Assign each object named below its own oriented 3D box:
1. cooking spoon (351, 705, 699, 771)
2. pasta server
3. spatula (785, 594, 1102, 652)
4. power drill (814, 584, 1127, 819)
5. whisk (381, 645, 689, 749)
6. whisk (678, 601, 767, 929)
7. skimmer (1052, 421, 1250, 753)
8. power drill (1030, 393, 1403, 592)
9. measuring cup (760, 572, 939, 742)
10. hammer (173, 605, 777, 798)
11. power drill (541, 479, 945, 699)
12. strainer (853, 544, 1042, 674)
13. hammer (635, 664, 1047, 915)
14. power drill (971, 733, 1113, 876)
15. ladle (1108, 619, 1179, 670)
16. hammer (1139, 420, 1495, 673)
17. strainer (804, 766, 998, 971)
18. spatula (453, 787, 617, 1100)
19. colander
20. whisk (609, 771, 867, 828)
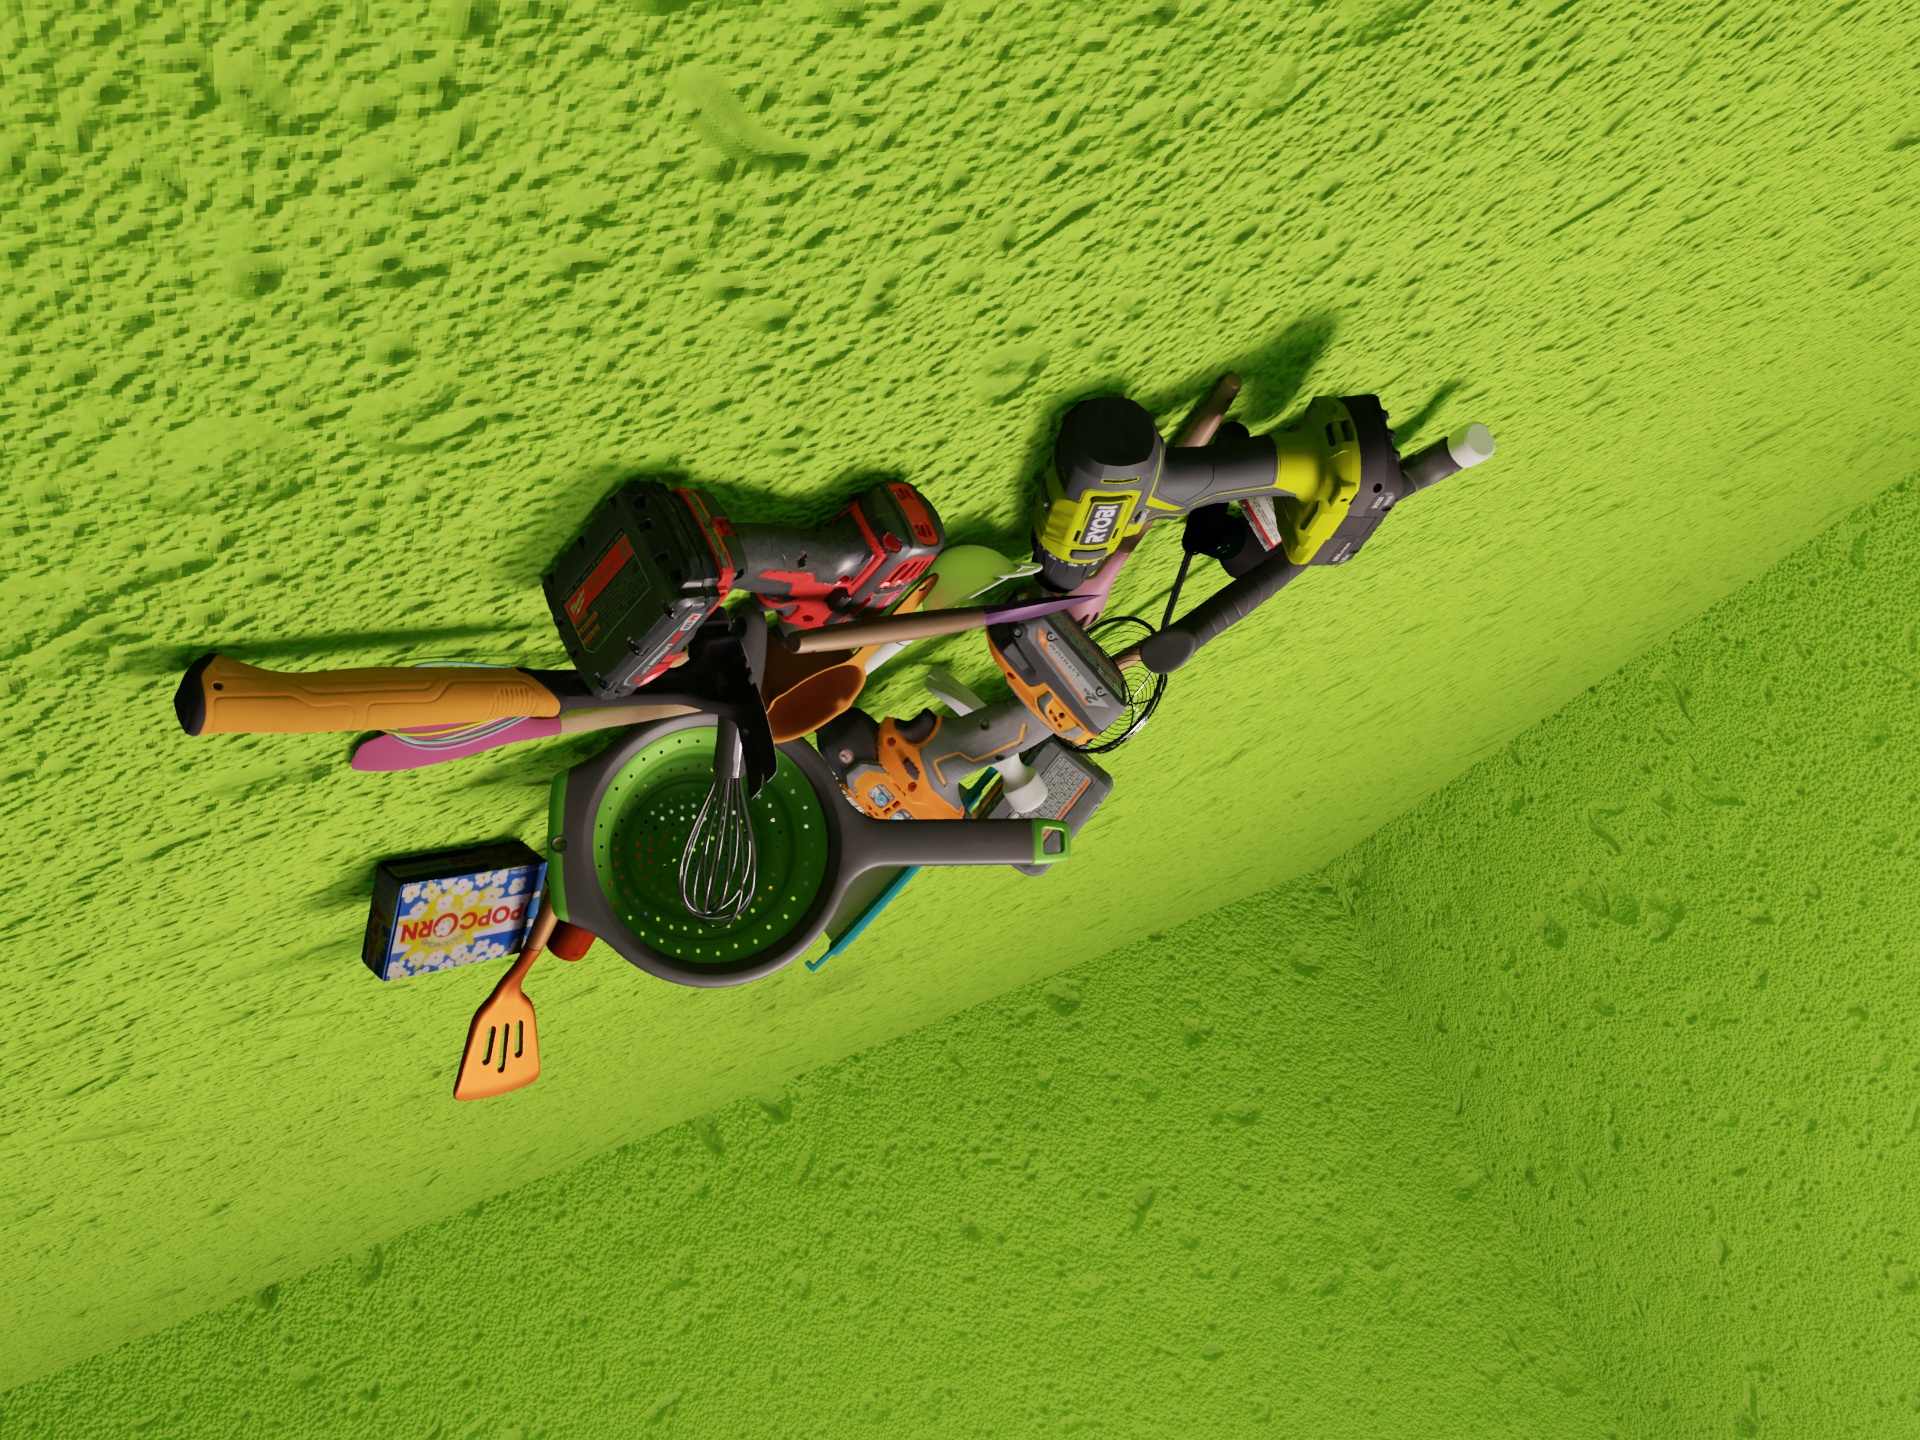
[{"bbox_3d":[-0.249,-0.002,1.075,0.318,0.017,0.068,-12,160,-37],"label":"cooking spoon"},{"bbox_3d":[0.127,-0.151,1.170,0.060,0.040,0.316,-17,157,-28],"label":"pasta server"},{"bbox_3d":[-0.006,-0.066,1.046,0.060,0.018,0.316,-12,-179,36],"label":"spatula"},{"bbox_3d":[-0.002,-0.004,1.245,0.226,0.164,0.084,-37,-162,19],"label":"power drill"},{"bbox_3d":[-0.248,-0.025,0.983,0.245,0.051,0.047,-16,-173,-44],"label":"whisk"},{"bbox_3d":[-0.155,0.034,1.074,0.055,0.055,0.239,-10,119,-42],"label":"whisk"},{"bbox_3d":[0.141,-0.102,1.255,0.090,0.127,0.363,2,146,-7],"label":"skimmer"},{"bbox_3d":[0.160,-0.147,1.071,0.228,0.080,0.190,-5,158,-10],"label":"power drill"},{"bbox_3d":[-0.087,-0.058,1.098,0.173,0.052,0.095,-44,159,19],"label":"measuring cup"},{"bbox_3d":[-0.259,-0.008,0.900,0.336,0.127,0.034,-3,151,-41],"label":"hammer"},{"bbox_3d":[-0.123,-0.079,0.934,0.219,0.079,0.143,-11,158,-48],"label":"power drill"},{"bbox_3d":[-0.038,-0.069,1.146,0.258,0.050,0.087,-34,-179,44],"label":"strainer"},{"bbox_3d":[-0.132,0.083,1.387,0.405,0.144,0.035,-24,-157,24],"label":"hammer"},{"bbox_3d":[0.082,0.055,1.495,0.185,0.084,0.226,-51,-177,-1],"label":"power drill"},{"bbox_3d":[0.133,-0.046,1.432,0.315,0.031,0.069,-29,-169,29],"label":"ladle"},{"bbox_3d":[0.262,-0.128,1.230,0.335,0.035,0.146,-34,-176,-26],"label":"hammer"},{"bbox_3d":[-0.049,0.077,1.467,0.340,0.095,0.211,-50,178,39],"label":"strainer"},{"bbox_3d":[-0.316,0.161,1.229,0.081,0.041,0.322,-2,128,-50],"label":"spatula"},{"bbox_3d":[-0.113,0.095,1.205,0.397,0.204,0.094,1,172,-19],"label":"colander"},{"bbox_3d":[-0.173,0.067,1.280,0.246,0.059,0.058,2,176,-26],"label":"whisk"}]
